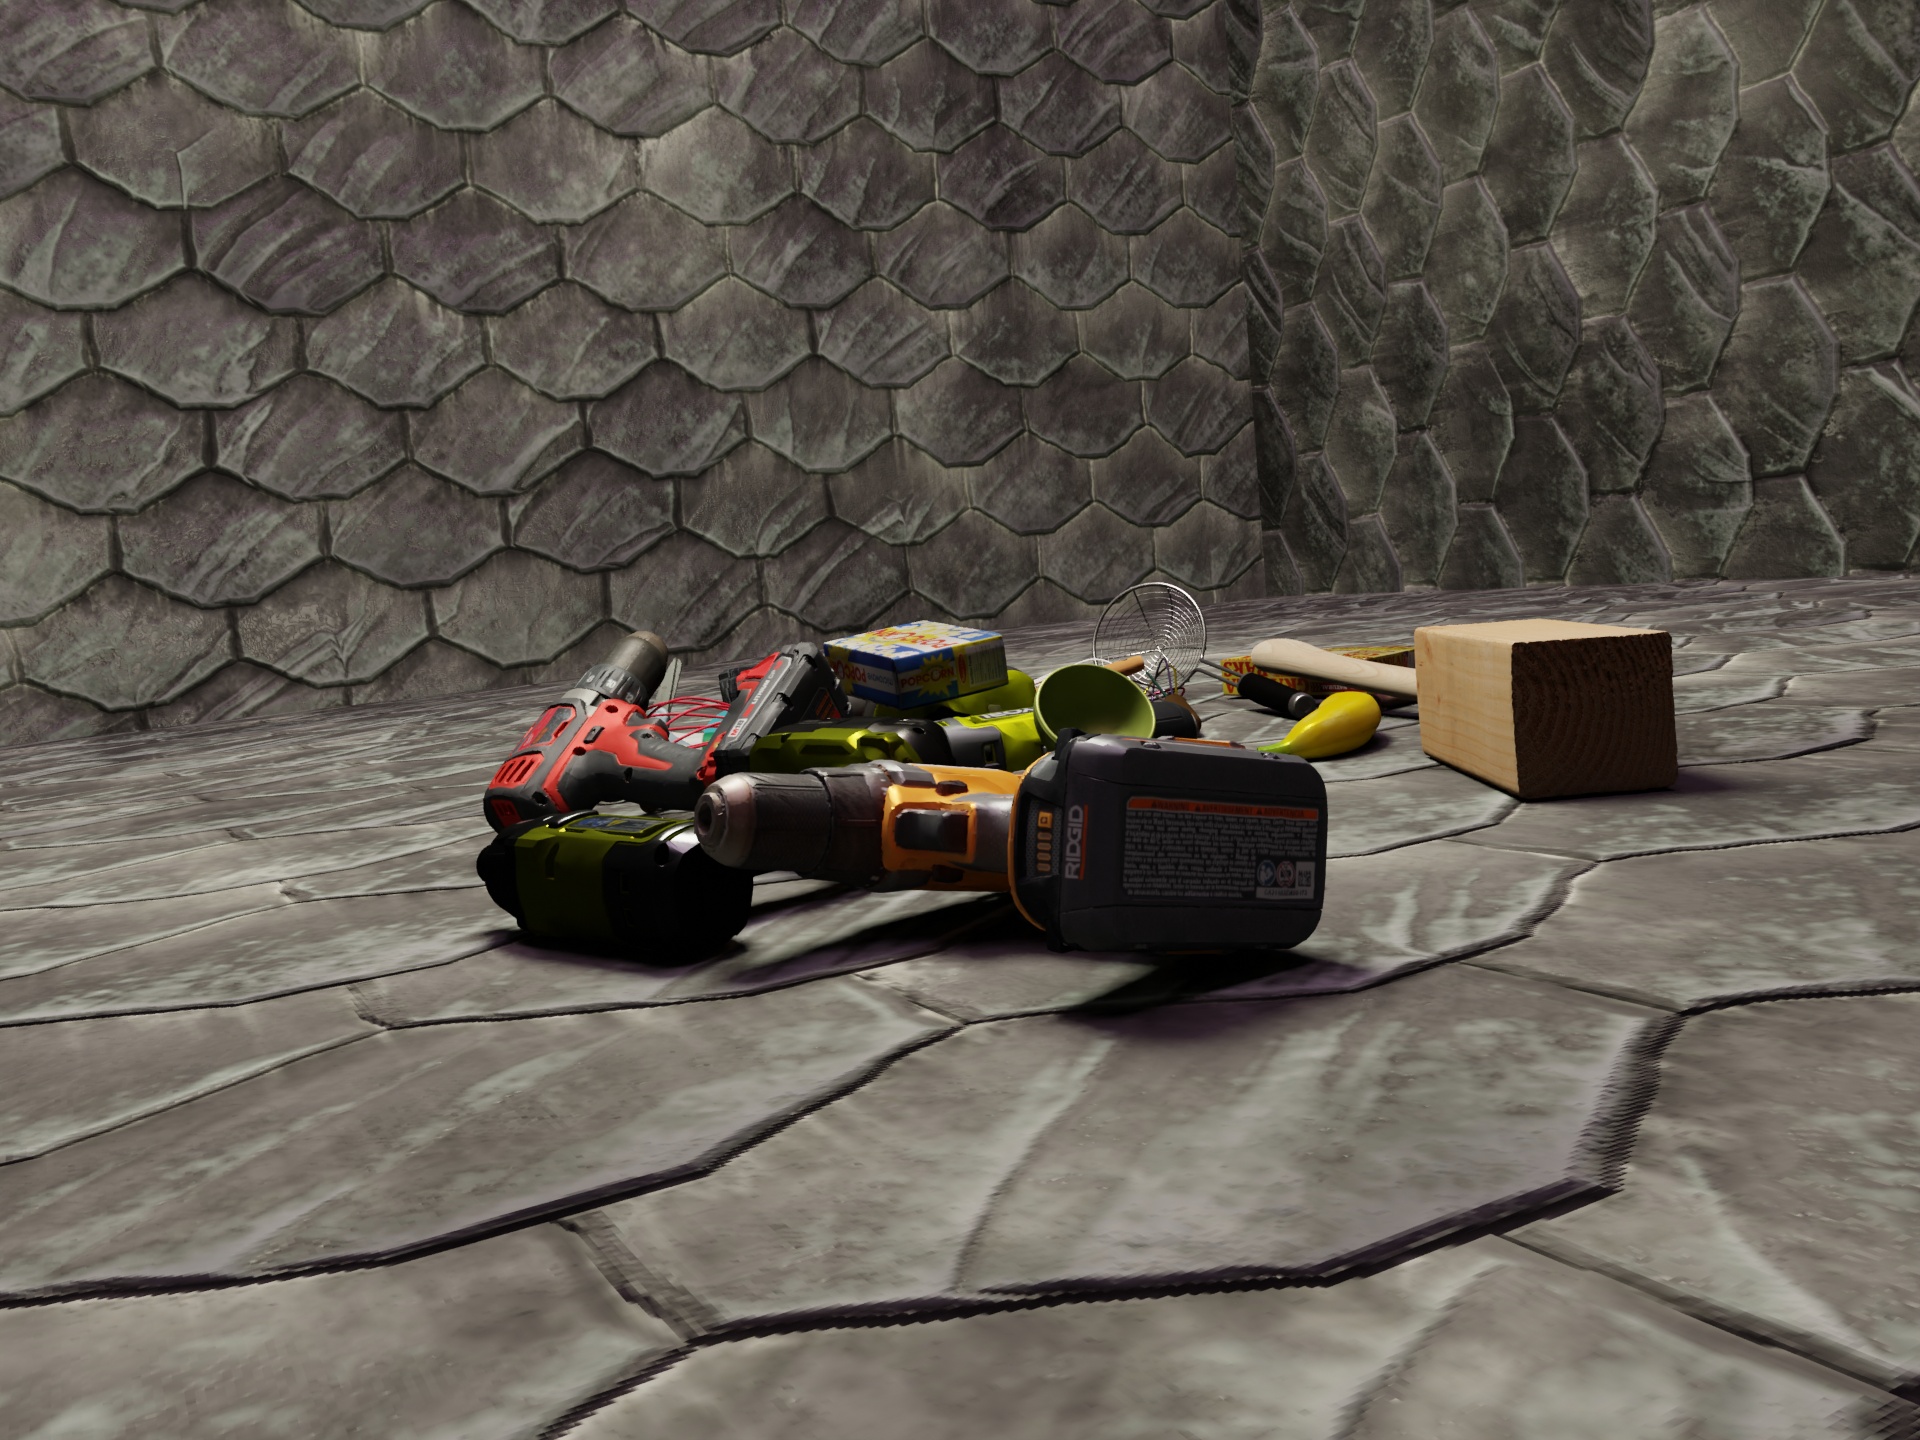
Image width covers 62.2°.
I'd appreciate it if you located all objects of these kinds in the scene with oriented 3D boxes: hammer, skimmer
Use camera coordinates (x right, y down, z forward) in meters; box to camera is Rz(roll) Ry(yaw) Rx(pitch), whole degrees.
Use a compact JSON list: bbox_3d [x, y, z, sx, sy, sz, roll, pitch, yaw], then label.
[{"bbox_3d":[0.349,-0.032,1.318,0.146,0.038,0.411,-9,10,-19],"label":"hammer"},{"bbox_3d":[0.226,-0.057,1.519,0.090,0.127,0.363,27,3,-17],"label":"skimmer"}]

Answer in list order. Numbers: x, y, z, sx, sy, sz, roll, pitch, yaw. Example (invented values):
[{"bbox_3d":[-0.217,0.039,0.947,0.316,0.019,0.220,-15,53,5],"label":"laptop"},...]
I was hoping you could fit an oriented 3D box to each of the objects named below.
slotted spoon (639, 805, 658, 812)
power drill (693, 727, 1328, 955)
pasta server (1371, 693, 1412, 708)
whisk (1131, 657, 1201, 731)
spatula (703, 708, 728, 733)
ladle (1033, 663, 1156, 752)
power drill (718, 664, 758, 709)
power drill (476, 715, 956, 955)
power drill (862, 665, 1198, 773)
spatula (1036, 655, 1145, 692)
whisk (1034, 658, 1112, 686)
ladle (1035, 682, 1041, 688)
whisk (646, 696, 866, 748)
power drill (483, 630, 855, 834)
[{"bbox_3d":[-0.164,0.012,1.286,0.070,0.031,0.314,6,21,24],"label":"slotted spoon"},{"bbox_3d":[0.012,0.046,0.656,0.185,0.084,0.226,5,-4,-33],"label":"power drill"},{"bbox_3d":[0.469,-0.047,1.478,0.316,0.040,0.060,-12,6,-43],"label":"pasta server"},{"bbox_3d":[0.187,-0.013,1.422,0.047,0.051,0.245,-26,9,4],"label":"whisk"},{"bbox_3d":[-0.058,0.009,1.357,0.317,0.044,0.082,-4,15,12],"label":"spatula"},{"bbox_3d":[0.116,0.025,0.873,0.078,0.062,0.320,-1,12,-16],"label":"ladle"},{"bbox_3d":[-0.107,-0.035,1.507,0.220,0.078,0.143,-13,1,32],"label":"power drill"},{"bbox_3d":[-0.121,0.057,0.813,0.171,0.080,0.223,1,12,40],"label":"power drill"},{"bbox_3d":[0.040,0.009,1.127,0.190,0.080,0.229,-9,9,-20],"label":"power drill"},{"bbox_3d":[-0.002,-0.004,1.293,0.322,0.041,0.081,-19,8,-9],"label":"spatula"},{"bbox_3d":[0.024,-0.005,1.405,0.284,0.070,0.070,-7,4,29],"label":"whisk"},{"bbox_3d":[0.071,-0.016,1.586,0.069,0.031,0.315,-8,6,21],"label":"ladle"},{"bbox_3d":[-0.152,0.006,1.219,0.073,0.073,0.295,-2,7,33],"label":"whisk"},{"bbox_3d":[-0.181,0.004,1.033,0.227,0.080,0.188,-3,40,28],"label":"power drill"}]
